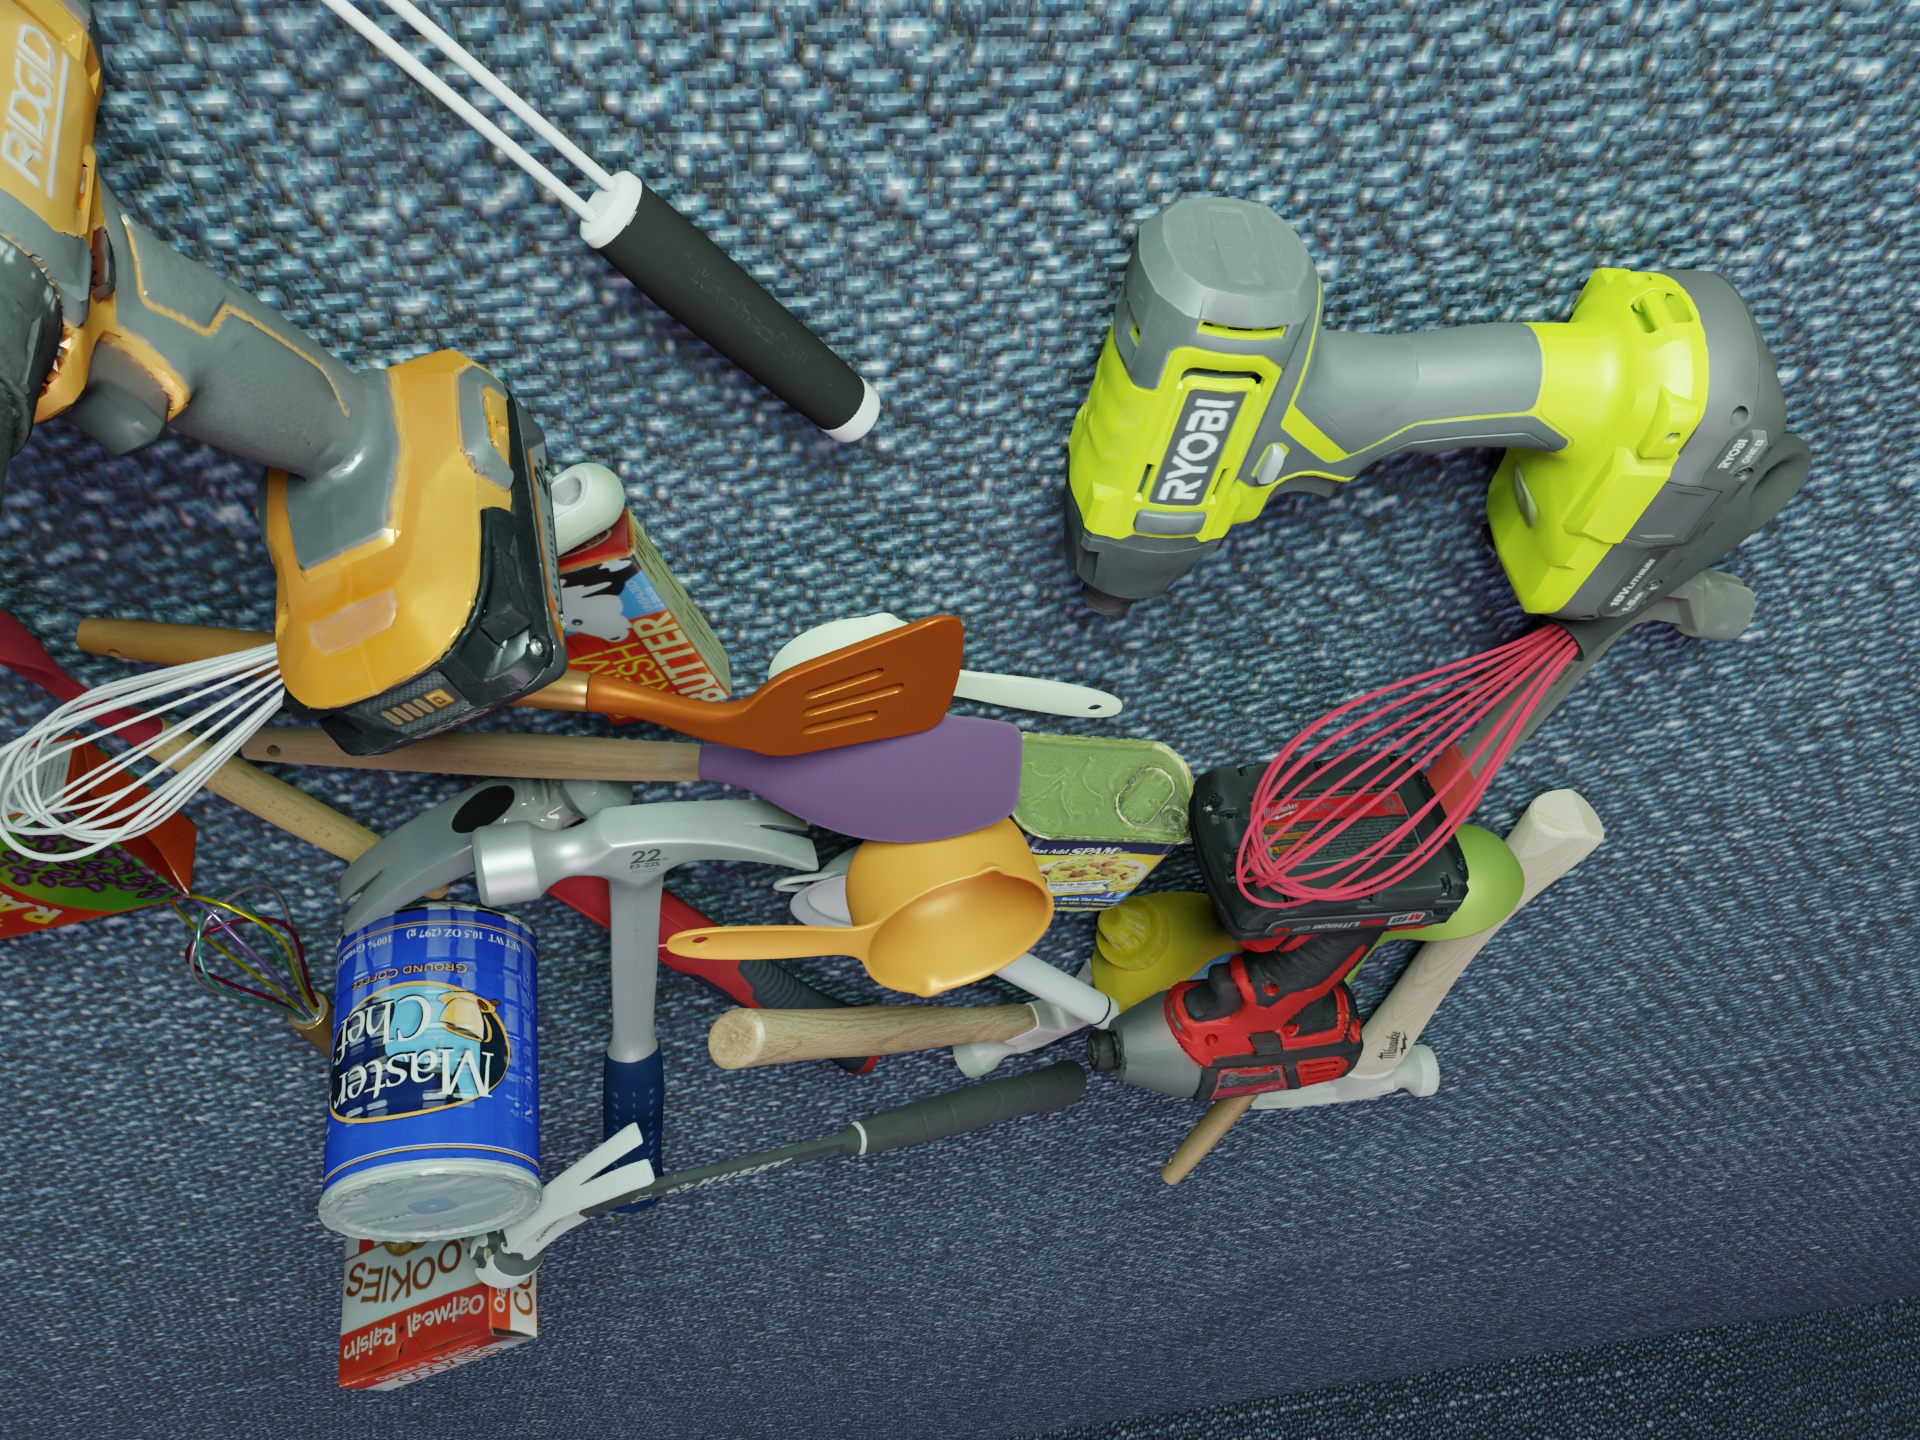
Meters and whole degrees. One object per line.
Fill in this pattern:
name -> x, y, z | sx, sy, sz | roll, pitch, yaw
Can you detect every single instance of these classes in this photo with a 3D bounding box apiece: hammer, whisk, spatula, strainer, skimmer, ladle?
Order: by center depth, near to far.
skimmer -> -0.116, -0.152, 0.388 | 0.127, 0.090, 0.362 | -52, 140, 4
whisk -> -0.227, -0.024, 0.552 | 0.246, 0.058, 0.059 | -30, 151, -2
spatula -> -0.161, -0.021, 0.596 | 0.322, 0.041, 0.081 | 7, 149, -3
ladle -> -0.309, 0.017, 0.645 | 0.069, 0.031, 0.315 | 14, 161, 28
whisk -> 0.230, -0.022, 0.645 | 0.296, 0.073, 0.073 | -38, 145, -3
spatula -> -0.132, 0.018, 0.653 | 0.316, 0.018, 0.059 | 3, 113, -3
hammer -> 0.227, 0.050, 0.802 | 0.149, 0.037, 0.359 | 6, 135, -26
hammer -> -0.163, 0.164, 0.820 | 0.144, 0.035, 0.405 | -7, 145, -17
whisk -> -0.342, 0.144, 0.821 | 0.047, 0.051, 0.244 | -13, 151, -8
hammer -> -0.149, 0.130, 0.845 | 0.143, 0.038, 0.385 | -27, 146, 9
strainer -> 0.005, 0.117, 0.847 | 0.258, 0.050, 0.087 | 32, 138, -33
hammer -> -0.022, 0.173, 0.897 | 0.130, 0.031, 0.331 | -30, 158, 24
hammer -> -0.073, 0.248, 0.945 | 0.408, 0.036, 0.149 | -2, 149, -43
ladle -> 0.217, 0.183, 0.952 | 0.062, 0.078, 0.320 | 25, 121, -11
hammer -> 0.304, 0.166, 1.050 | 0.146, 0.038, 0.410 | -4, 146, -9

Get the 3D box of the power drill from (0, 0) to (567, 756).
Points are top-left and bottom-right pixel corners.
power drill -> -0.196, -0.068, 0.410 | 0.084, 0.186, 0.226 | -21, 149, 13

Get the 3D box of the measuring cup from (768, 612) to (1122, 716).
measuring cup -> -0.001, -0.002, 0.697 | 0.167, 0.038, 0.083 | 7, 143, -21

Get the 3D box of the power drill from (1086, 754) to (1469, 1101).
power drill -> 0.145, 0.115, 0.772 | 0.143, 0.079, 0.219 | -4, 141, -12

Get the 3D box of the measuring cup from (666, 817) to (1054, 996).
measuring cup -> -0.046, 0.075, 0.692 | 0.173, 0.052, 0.095 | 1, 137, -24

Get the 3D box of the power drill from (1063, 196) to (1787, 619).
power drill -> 0.152, -0.096, 0.570 | 0.223, 0.080, 0.171 | 1, 145, -11
